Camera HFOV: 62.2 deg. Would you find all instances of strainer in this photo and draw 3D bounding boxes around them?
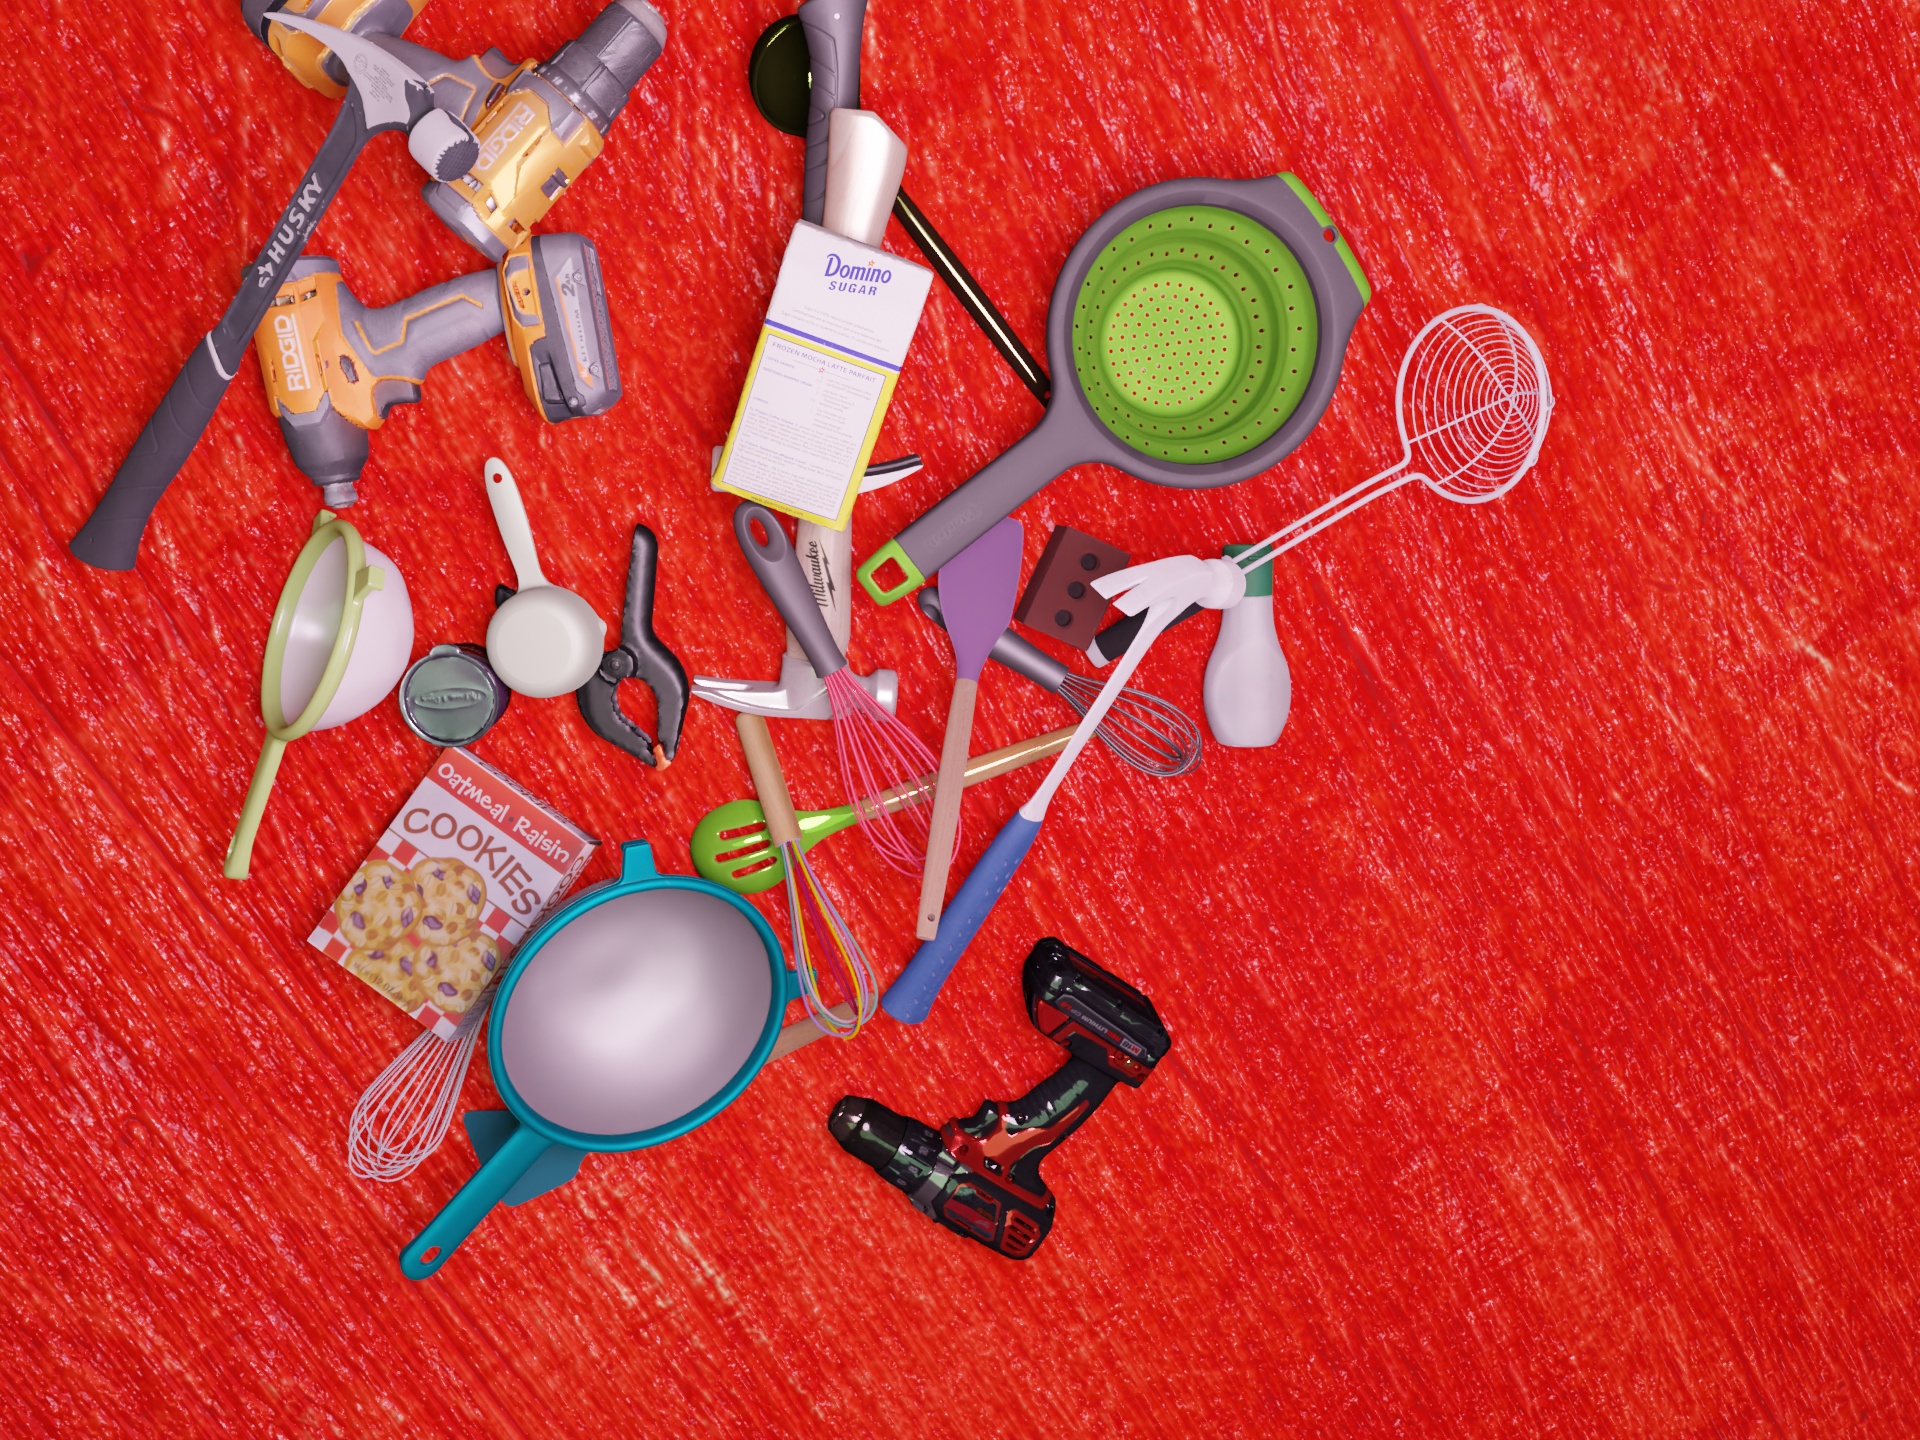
[{"bbox_3d":[-0.278,0.237,1.118,0.340,0.095,0.210,-48,125,-3],"label":"strainer"},{"bbox_3d":[-0.427,-0.006,1.072,0.069,0.152,0.256,15,102,-38],"label":"strainer"}]

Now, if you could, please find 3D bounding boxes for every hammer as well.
[{"bbox_3d":[-0.098,-0.195,1.071,0.146,0.038,0.410,4,112,-7],"label":"hammer"},{"bbox_3d":[-0.086,-0.311,1.062,0.146,0.035,0.334,3,112,-9],"label":"hammer"},{"bbox_3d":[-0.460,-0.249,1.000,0.149,0.036,0.409,45,111,7],"label":"hammer"},{"bbox_3d":[0.051,0.056,1.103,0.035,0.144,0.405,43,116,26],"label":"hammer"}]

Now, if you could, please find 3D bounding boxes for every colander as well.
[{"bbox_3d":[0.090,-0.214,1.104,0.397,0.094,0.204,-38,101,1],"label":"colander"}]

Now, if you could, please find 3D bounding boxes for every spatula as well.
[{"bbox_3d":[-0.002,-0.004,1.102,0.059,0.018,0.316,13,71,-13],"label":"spatula"},{"bbox_3d":[-0.210,0.270,1.186,0.317,0.044,0.082,-23,101,-7],"label":"spatula"}]

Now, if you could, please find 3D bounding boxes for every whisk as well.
[{"bbox_3d":[0.072,-0.031,1.152,0.239,0.055,0.055,31,94,-3],"label":"whisk"},{"bbox_3d":[-0.354,0.206,1.142,0.070,0.070,0.284,31,90,-11],"label":"whisk"},{"bbox_3d":[-0.079,-0.019,1.095,0.073,0.073,0.295,-28,105,-2],"label":"whisk"},{"bbox_3d":[-0.111,0.105,1.119,0.051,0.047,0.245,-17,76,-11],"label":"whisk"}]

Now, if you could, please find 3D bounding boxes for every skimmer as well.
[{"bbox_3d":[0.229,-0.142,1.086,0.363,0.090,0.127,-31,67,19],"label":"skimmer"}]

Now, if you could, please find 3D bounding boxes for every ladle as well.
[{"bbox_3d":[-0.027,-0.339,1.091,0.078,0.062,0.320,-39,104,5],"label":"ladle"}]

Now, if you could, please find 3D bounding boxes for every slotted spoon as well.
[{"bbox_3d":[-0.047,0.055,1.168,0.313,0.031,0.070,-19,97,-5],"label":"slotted spoon"}]

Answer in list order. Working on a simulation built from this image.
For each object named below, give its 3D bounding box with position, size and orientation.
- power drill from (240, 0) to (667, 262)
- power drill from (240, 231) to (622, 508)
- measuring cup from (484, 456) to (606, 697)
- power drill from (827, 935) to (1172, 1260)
[{"bbox_3d":[-0.310,-0.423,0.996,0.226,0.084,0.185,41,90,9],"label":"power drill"},{"bbox_3d":[-0.348,-0.234,1.059,0.226,0.084,0.164,-8,101,-1],"label":"power drill"},{"bbox_3d":[-0.296,-0.095,1.075,0.083,0.038,0.167,-14,101,6],"label":"measuring cup"},{"bbox_3d":[0.029,0.275,1.190,0.188,0.080,0.226,33,97,-10],"label":"power drill"}]
